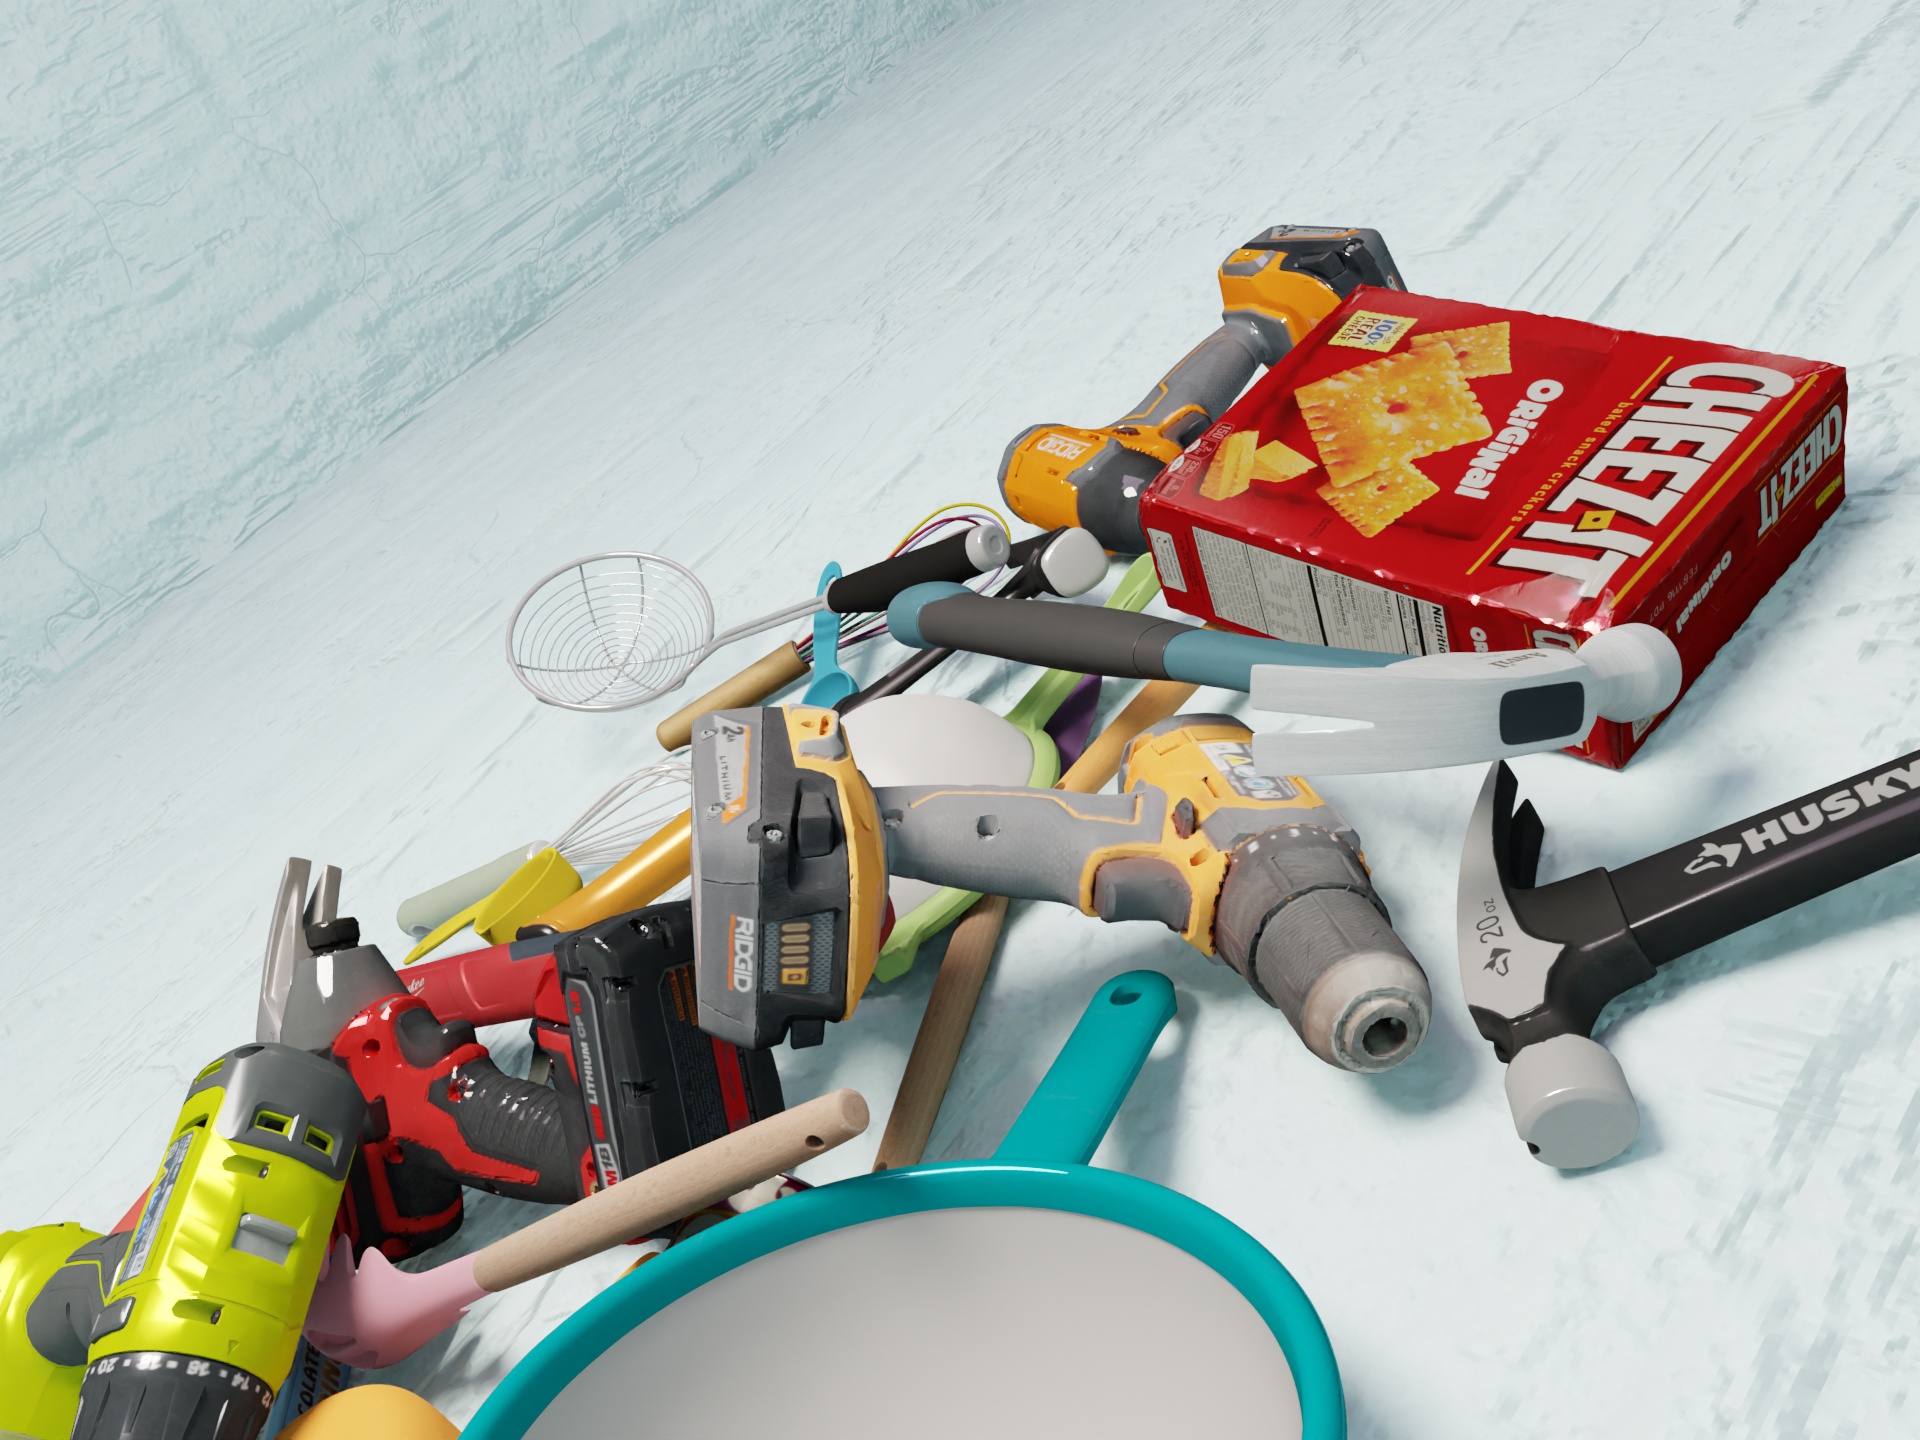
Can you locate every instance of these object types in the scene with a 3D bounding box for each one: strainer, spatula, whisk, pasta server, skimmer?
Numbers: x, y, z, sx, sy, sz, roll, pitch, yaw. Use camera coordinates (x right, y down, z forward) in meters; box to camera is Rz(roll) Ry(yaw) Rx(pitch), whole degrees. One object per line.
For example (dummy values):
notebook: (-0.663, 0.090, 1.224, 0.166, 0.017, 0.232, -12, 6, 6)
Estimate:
strainer: (0.011, 0.179, 0.426, 0.211, 0.095, 0.340, -6, 15, 24)
spatula: (0.010, 0.075, 0.660, 0.060, 0.018, 0.316, -20, 28, 29)
whisk: (-0.223, 0.074, 0.877, 0.246, 0.057, 0.059, -23, 58, 25)
whisk: (-0.078, -0.053, 0.941, 0.245, 0.047, 0.051, -31, 28, 8)
strainer: (-0.001, -0.002, 0.712, 0.256, 0.069, 0.151, -48, 22, -18)
pasta server: (-0.139, 0.170, 0.531, 0.316, 0.060, 0.040, -31, 26, 34)
skimmer: (-0.126, -0.075, 0.890, 0.363, 0.090, 0.127, -13, 40, 45)
spatula: (0.144, -0.056, 0.710, 0.323, 0.041, 0.081, -44, 31, -23)

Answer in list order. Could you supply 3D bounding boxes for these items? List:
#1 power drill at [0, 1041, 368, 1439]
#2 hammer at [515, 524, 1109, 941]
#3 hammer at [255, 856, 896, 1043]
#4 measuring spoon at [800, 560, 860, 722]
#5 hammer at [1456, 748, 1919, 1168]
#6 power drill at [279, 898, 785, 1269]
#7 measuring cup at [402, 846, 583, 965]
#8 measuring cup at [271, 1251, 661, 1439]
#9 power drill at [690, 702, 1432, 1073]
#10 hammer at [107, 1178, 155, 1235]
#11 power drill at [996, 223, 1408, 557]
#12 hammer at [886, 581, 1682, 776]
power drill: (-0.316, 0.243, 0.583, 0.228, 0.080, 0.191, -32, 38, 32)
hammer: (-0.077, 0.013, 0.797, 0.337, 0.034, 0.127, -38, 9, -9)
hammer: (-0.191, 0.100, 0.712, 0.386, 0.038, 0.143, -16, 65, 33)
measuring spoon: (-0.069, -0.039, 0.894, 0.042, 0.021, 0.129, -29, 43, 30)
hammer: (0.293, 0.003, 0.428, 0.335, 0.035, 0.146, -29, 26, 22)
power drill: (-0.182, 0.137, 0.624, 0.220, 0.143, 0.078, -13, -3, 30)
measuring cup: (-0.250, 0.112, 0.840, 0.156, 0.029, 0.062, -28, 23, 41)
measuring cup: (-0.176, 0.238, 0.541, 0.174, 0.052, 0.095, -47, 30, -22)
power drill: (0.028, 0.056, 0.523, 0.226, 0.084, 0.185, 0, 23, -11)
hammer: (-0.434, 0.305, 0.718, 0.149, 0.036, 0.359, -11, 34, 35)
power drill: (0.142, -0.175, 0.877, 0.226, 0.084, 0.164, -40, 29, -7)
hammer: (0.077, -0.025, 0.587, 0.128, 0.033, 0.331, -12, 15, -33)
